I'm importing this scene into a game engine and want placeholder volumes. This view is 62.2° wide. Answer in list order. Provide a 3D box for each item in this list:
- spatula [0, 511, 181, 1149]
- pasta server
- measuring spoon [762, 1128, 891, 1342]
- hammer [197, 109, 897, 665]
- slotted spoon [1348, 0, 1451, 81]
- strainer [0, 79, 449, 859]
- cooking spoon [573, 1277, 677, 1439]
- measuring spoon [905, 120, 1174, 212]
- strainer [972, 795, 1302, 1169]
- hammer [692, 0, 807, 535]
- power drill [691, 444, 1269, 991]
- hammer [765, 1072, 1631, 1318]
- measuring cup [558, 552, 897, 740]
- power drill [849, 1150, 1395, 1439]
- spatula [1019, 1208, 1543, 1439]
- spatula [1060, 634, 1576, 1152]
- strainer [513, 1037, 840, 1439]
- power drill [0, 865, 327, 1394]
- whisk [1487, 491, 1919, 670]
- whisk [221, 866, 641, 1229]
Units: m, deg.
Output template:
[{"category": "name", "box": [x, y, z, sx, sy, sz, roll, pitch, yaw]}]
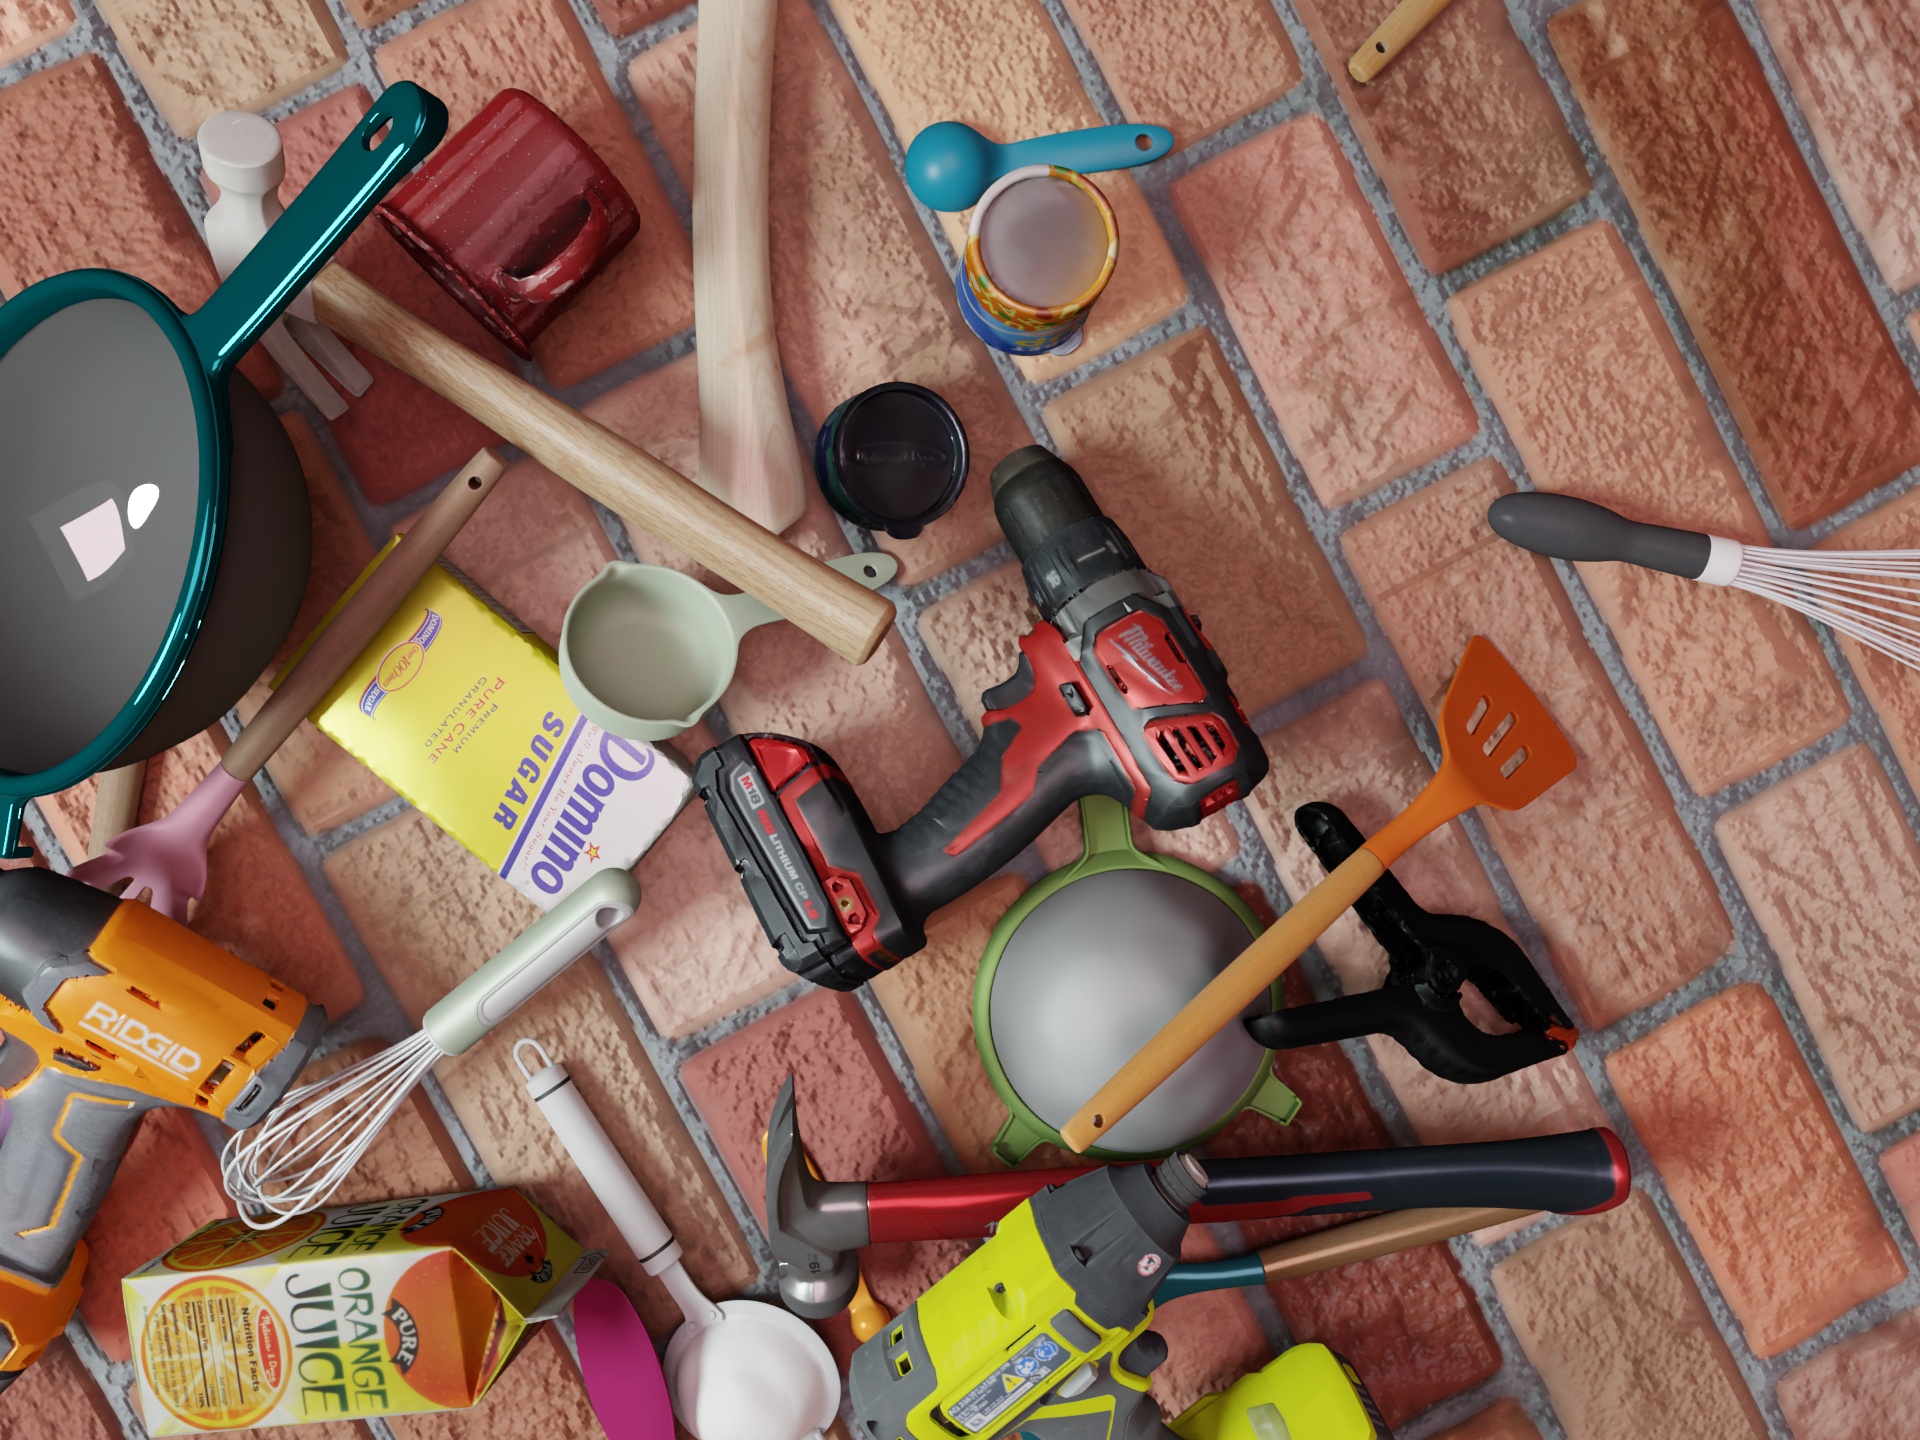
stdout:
[{"category": "spatula", "box": [-0.390, 0.061, 0.734, 0.059, 0.018, 0.316, 10, 92, -14]}, {"category": "pasta server", "box": [-0.298, 0.005, 0.685, 0.060, 0.040, 0.316, 39, 102, -22]}, {"category": "measuring spoon", "box": [-0.065, 0.247, 0.760, 0.021, 0.011, 0.117, -27, 93, -2]}, {"category": "hammer", "box": [-0.174, -0.121, 0.676, 0.331, 0.130, 0.031, 32, 58, 1]}, {"category": "slotted spoon", "box": [0.298, -0.418, 0.752, 0.070, 0.031, 0.314, 44, 91, -2]}, {"category": "strainer", "box": [-0.294, -0.110, 0.641, 0.340, 0.095, 0.211, -41, 66, 17]}, {"category": "cooking spoon", "box": [-0.123, 0.409, 0.753, 0.017, 0.069, 0.319, -22, 98, -47]}, {"category": "measuring spoon", "box": [0.038, -0.267, 0.744, 0.128, 0.021, 0.042, -8, 92, -2]}, {"category": "strainer", "box": [0.076, 0.087, 0.734, 0.151, 0.069, 0.256, -8, 94, -3]}, {"category": "hammer", "box": [-0.112, -0.283, 0.725, 0.146, 0.038, 0.410, 0, 93, -7]}, {"category": "power drill", "box": [-0.001, -0.002, 0.708, 0.226, 0.080, 0.188, -29, 73, 2]}, {"category": "hammer", "box": [0.108, 0.201, 0.707, 0.386, 0.038, 0.143, -3, 130, -3]}, {"category": "measuring cup", "box": [-0.104, -0.042, 0.727, 0.167, 0.038, 0.083, -22, 78, -30]}, {"category": "power drill", "box": [0.085, 0.291, 0.692, 0.171, 0.080, 0.223, -41, 117, 7]}, {"category": "spatula", "box": [0.172, 0.264, 0.759, 0.317, 0.044, 0.082, -14, 117, -4]}, {"category": "spatula", "box": [0.163, 0.079, 0.710, 0.322, 0.041, 0.081, -39, 91, -17]}, {"category": "strainer", "box": [-0.138, 0.259, 0.745, 0.087, 0.050, 0.258, -33, 90, 13]}, {"category": "power drill", "box": [-0.404, 0.167, 0.674, 0.164, 0.084, 0.226, 39, 100, -22]}, {"category": "whisk", "box": [0.391, -0.068, 0.757, 0.284, 0.070, 0.070, 12, 91, 2]}, {"category": "whisk", "box": [-0.237, 0.145, 0.711, 0.246, 0.059, 0.057, -39, 136, 9]}]
